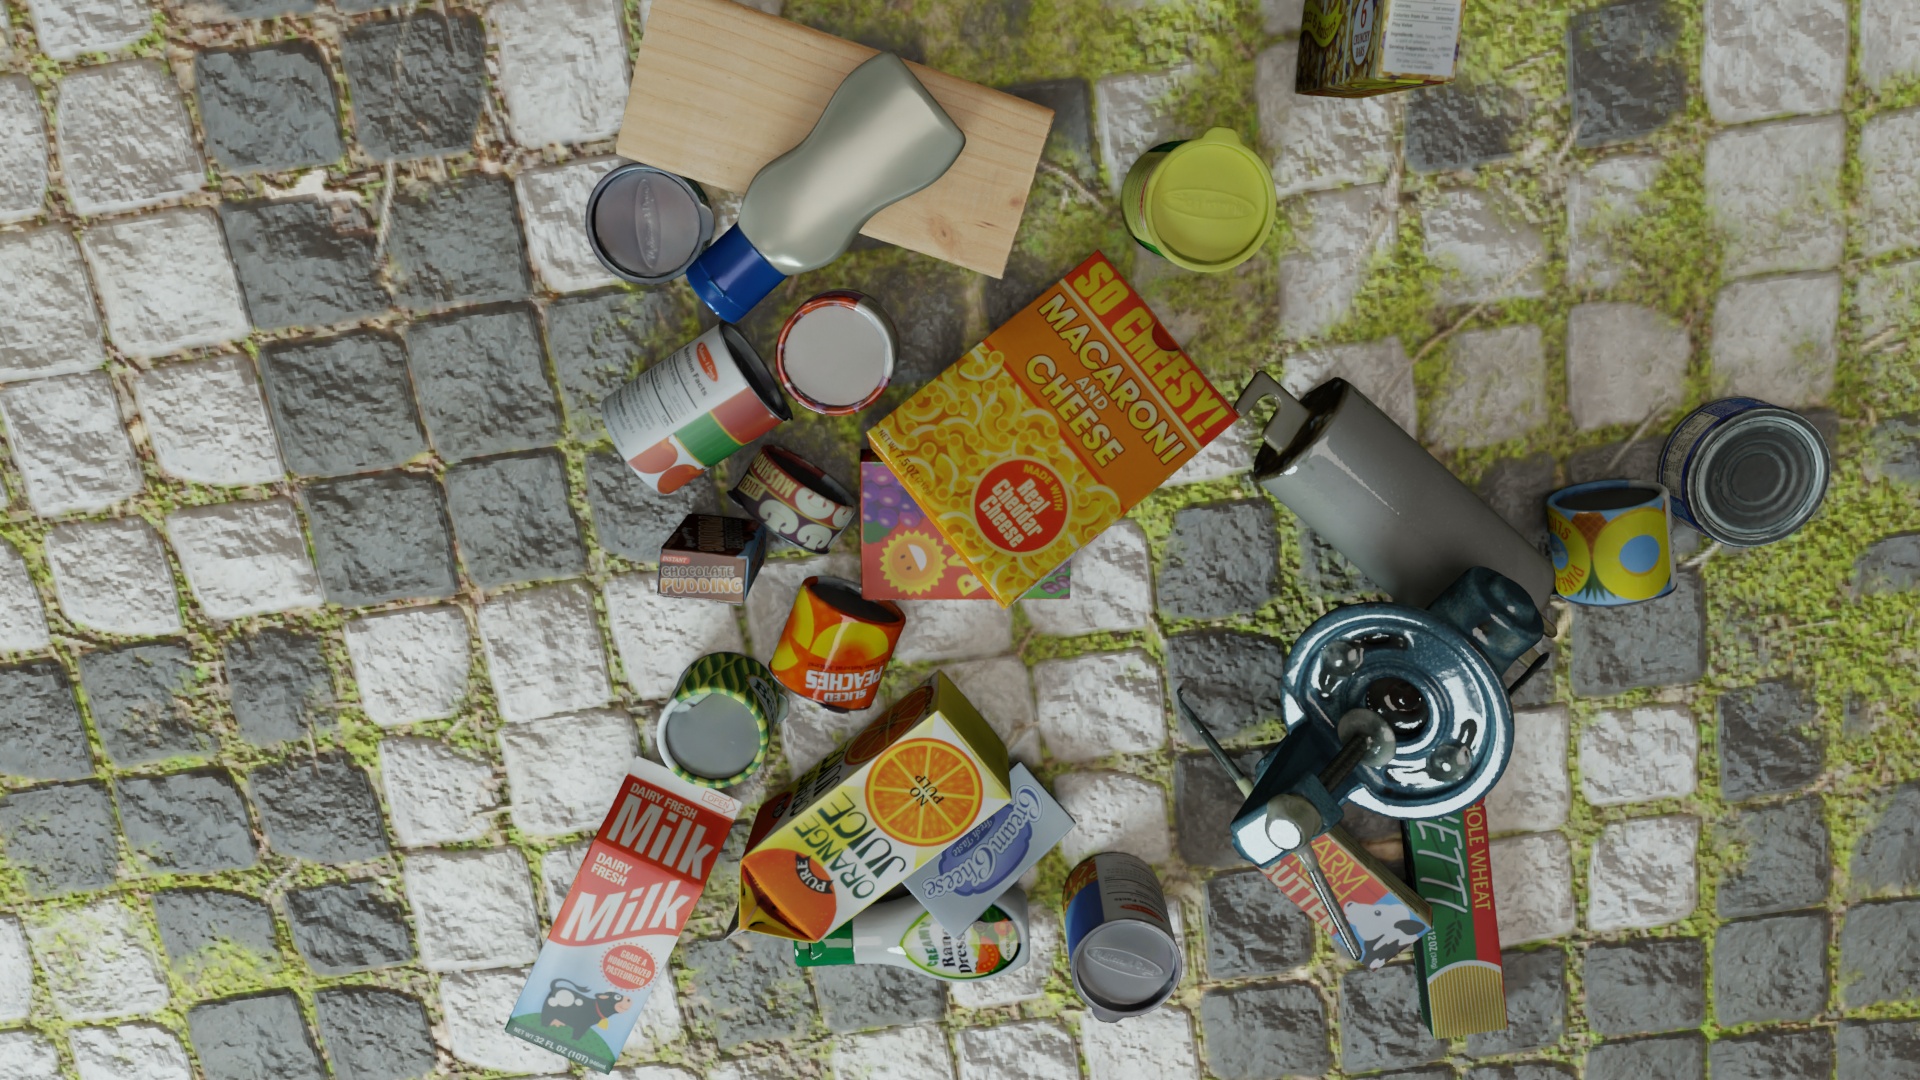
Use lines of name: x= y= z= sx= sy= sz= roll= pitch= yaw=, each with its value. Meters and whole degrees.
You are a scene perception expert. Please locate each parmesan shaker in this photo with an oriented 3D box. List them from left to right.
parmesan shaker: x=0.125 y=-0.183 z=0.739 sx=0.071 sy=0.103 sz=0.071 roll=0 pitch=105 yaw=0

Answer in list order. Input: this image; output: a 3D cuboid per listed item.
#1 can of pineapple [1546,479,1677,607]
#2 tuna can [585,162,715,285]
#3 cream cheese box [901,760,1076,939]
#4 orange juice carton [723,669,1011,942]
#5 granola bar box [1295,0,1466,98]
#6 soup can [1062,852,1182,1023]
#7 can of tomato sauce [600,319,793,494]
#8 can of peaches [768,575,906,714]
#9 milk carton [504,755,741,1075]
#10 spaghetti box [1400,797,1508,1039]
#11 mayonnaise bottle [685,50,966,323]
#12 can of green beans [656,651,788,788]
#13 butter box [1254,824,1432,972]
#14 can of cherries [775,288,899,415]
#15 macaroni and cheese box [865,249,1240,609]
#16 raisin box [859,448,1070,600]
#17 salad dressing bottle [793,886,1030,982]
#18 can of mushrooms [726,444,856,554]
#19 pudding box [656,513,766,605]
can of pineapple: x=0.377 y=0.001 z=0.808 sx=0.071 sy=0.071 sz=0.057 roll=-12 pitch=104 yaw=3
tuna can: x=-0.170 y=-0.177 z=0.774 sx=0.071 sy=0.033 sz=0.071 roll=0 pitch=105 yaw=0
cream cheese box: x=0.017 y=0.190 z=0.855 sx=0.104 sy=0.024 sz=0.053 roll=-43 pitch=80 yaw=-6
orange juice carton: x=-0.065 y=0.172 z=0.846 sx=0.192 sy=0.072 sz=0.073 roll=-38 pitch=101 yaw=8
granola bar box: x=0.207 y=-0.285 z=0.681 sx=0.039 sy=0.166 sz=0.123 roll=4 pitch=105 yaw=0
soup can: x=0.097 y=0.244 z=0.859 sx=0.071 sy=0.084 sz=0.071 roll=0 pitch=105 yaw=0
can of tomato sauce: x=-0.149 y=-0.074 z=0.786 sx=0.083 sy=0.071 sz=0.071 roll=-32 pitch=103 yaw=8
can of peaches: x=-0.071 y=0.061 z=0.818 sx=0.071 sy=0.071 sz=0.058 roll=22 pitch=103 yaw=-6
milk carton: x=-0.203 y=0.222 z=0.853 sx=0.072 sy=0.074 sz=0.190 roll=25 pitch=106 yaw=-6
spaghetti box: x=0.307 y=0.199 z=0.878 sx=0.050 sy=0.029 sz=0.249 roll=-10 pitch=104 yaw=3
mayonnaise bottle: x=-0.070 y=-0.168 z=0.680 sx=0.148 sy=0.041 sz=0.064 roll=-40 pitch=101 yaw=11
can of green beans: x=-0.145 y=0.108 z=0.835 sx=0.071 sy=0.058 sz=0.071 roll=0 pitch=105 yaw=0
butter box: x=0.239 y=0.216 z=0.869 sx=0.103 sy=0.024 sz=0.053 roll=42 pitch=115 yaw=2
can of cherries: x=-0.071 y=-0.105 z=0.781 sx=0.071 sy=0.058 sz=0.071 roll=0 pitch=105 yaw=-1
macaroni and cheese box: x=0.051 y=-0.061 z=0.769 sx=0.166 sy=0.040 sz=0.124 roll=-39 pitch=87 yaw=-5
raisin box: x=0.003 y=-0.010 z=0.816 sx=0.123 sy=0.040 sz=0.086 roll=0 pitch=105 yaw=-1
salad dressing bottle: x=-0.030 y=0.248 z=0.880 sx=0.148 sy=0.044 sz=0.064 roll=-3 pitch=96 yaw=1
can of mushrooms: x=-0.096 y=-0.025 z=0.796 sx=0.071 sy=0.071 sz=0.033 roll=34 pitch=101 yaw=-9
pudding box: x=-0.141 y=0.010 z=0.797 sx=0.050 sy=0.084 sz=0.030 roll=6 pitch=105 yaw=-2
